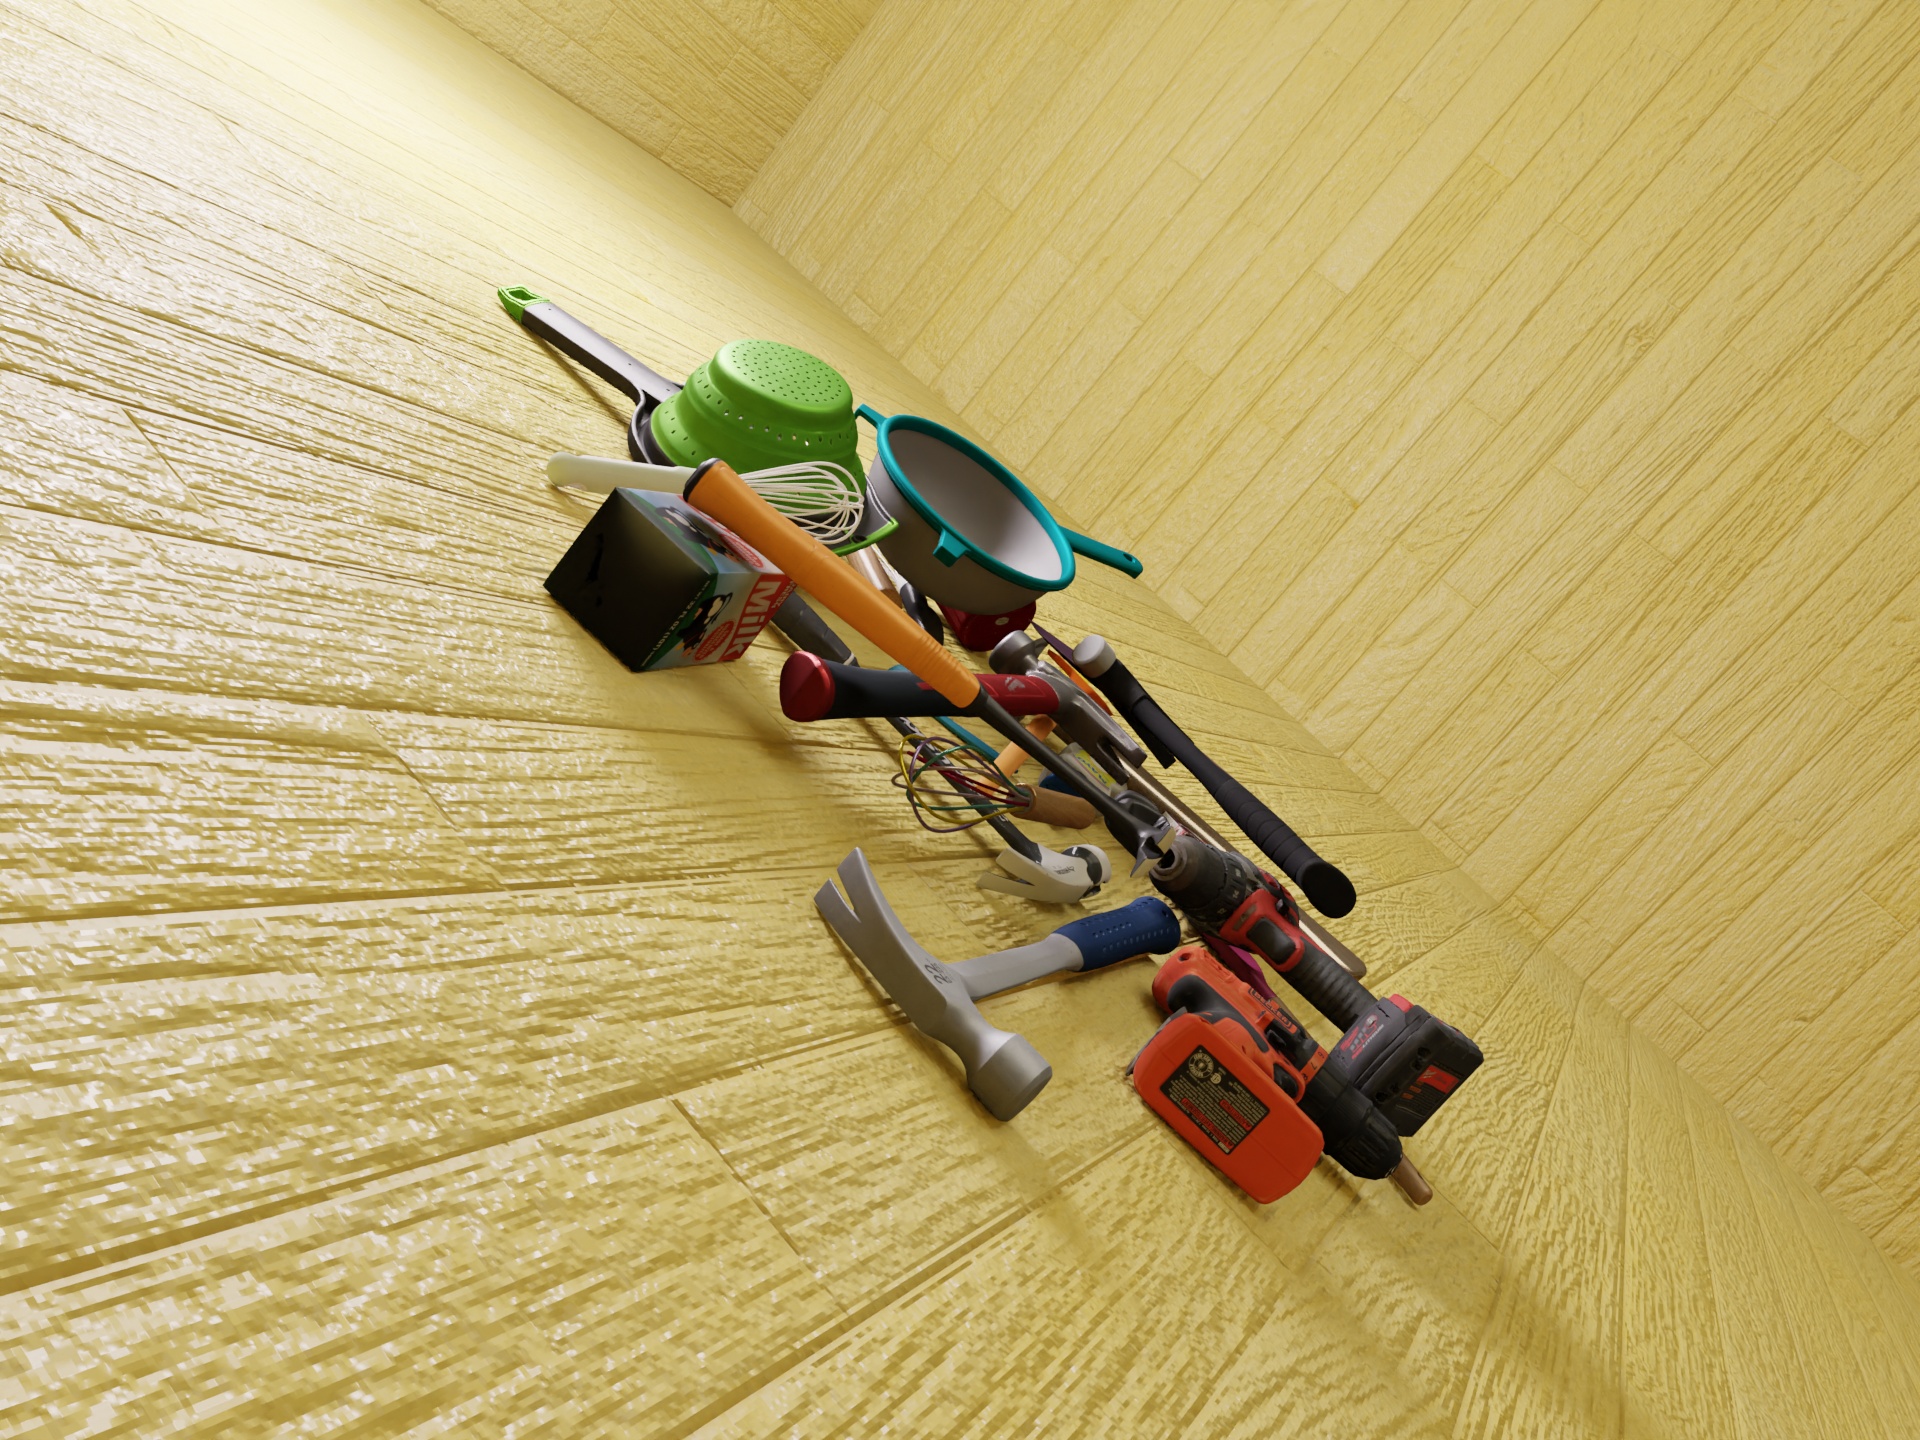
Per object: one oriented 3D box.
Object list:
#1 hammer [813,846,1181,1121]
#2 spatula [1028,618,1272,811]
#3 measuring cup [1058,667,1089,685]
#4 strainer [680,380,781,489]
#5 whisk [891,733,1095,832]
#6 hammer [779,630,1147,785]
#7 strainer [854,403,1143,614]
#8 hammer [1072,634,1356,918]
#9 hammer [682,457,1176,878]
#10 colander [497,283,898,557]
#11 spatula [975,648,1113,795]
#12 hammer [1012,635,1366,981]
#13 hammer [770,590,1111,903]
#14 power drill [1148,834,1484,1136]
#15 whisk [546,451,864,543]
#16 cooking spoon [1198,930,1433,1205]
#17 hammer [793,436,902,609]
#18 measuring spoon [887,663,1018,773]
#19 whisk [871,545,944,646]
[{"bbox_3d":[0.052,0.127,0.900,0.144,0.035,0.405,45,14,18],"label":"hammer"},{"bbox_3d":[0.178,0.008,1.424,0.315,0.018,0.060,37,10,-22],"label":"spatula"},{"bbox_3d":[0.082,-0.033,1.526,0.029,0.062,0.157,-4,17,-19],"label":"measuring cup"},{"bbox_3d":[-0.194,-0.240,1.350,0.151,0.069,0.257,36,12,-18],"label":"strainer"},{"bbox_3d":[0.027,0.042,0.954,0.047,0.051,0.244,40,11,26],"label":"whisk"},{"bbox_3d":[0.006,-0.007,1.046,0.143,0.038,0.386,45,18,18],"label":"hammer"},{"bbox_3d":[0.034,-0.150,1.421,0.340,0.095,0.211,13,38,-47],"label":"strainer"},{"bbox_3d":[0.202,0.051,1.239,0.146,0.035,0.335,46,3,-36],"label":"hammer"},{"bbox_3d":[-0.018,-0.032,0.887,0.337,0.034,0.127,39,4,0],"label":"hammer"},{"bbox_3d":[-0.212,-0.276,1.257,0.397,0.094,0.204,35,35,16],"label":"colander"},{"bbox_3d":[0.063,0.004,1.249,0.081,0.041,0.323,46,28,1],"label":"spatula"},{"bbox_3d":[0.196,0.085,1.394,0.410,0.038,0.146,42,27,-2],"label":"hammer"},{"bbox_3d":[-0.069,-0.024,1.066,0.409,0.036,0.149,44,14,18],"label":"hammer"},{"bbox_3d":[0.228,0.166,1.074,0.227,0.080,0.187,46,8,36],"label":"power drill"},{"bbox_3d":[-0.167,-0.159,1.089,0.246,0.059,0.058,2,0,-40],"label":"whisk"},{"bbox_3d":[0.237,0.222,1.146,0.068,0.017,0.319,35,12,-41],"label":"cooking spoon"},{"bbox_3d":[-0.115,-0.198,1.447,0.332,0.031,0.129,62,-2,44],"label":"hammer"},{"bbox_3d":[-0.002,-0.004,1.210,0.128,0.021,0.042,37,13,-10],"label":"measuring spoon"},{"bbox_3d":[-0.050,-0.135,1.448,0.070,0.070,0.285,33,19,-29],"label":"whisk"}]
